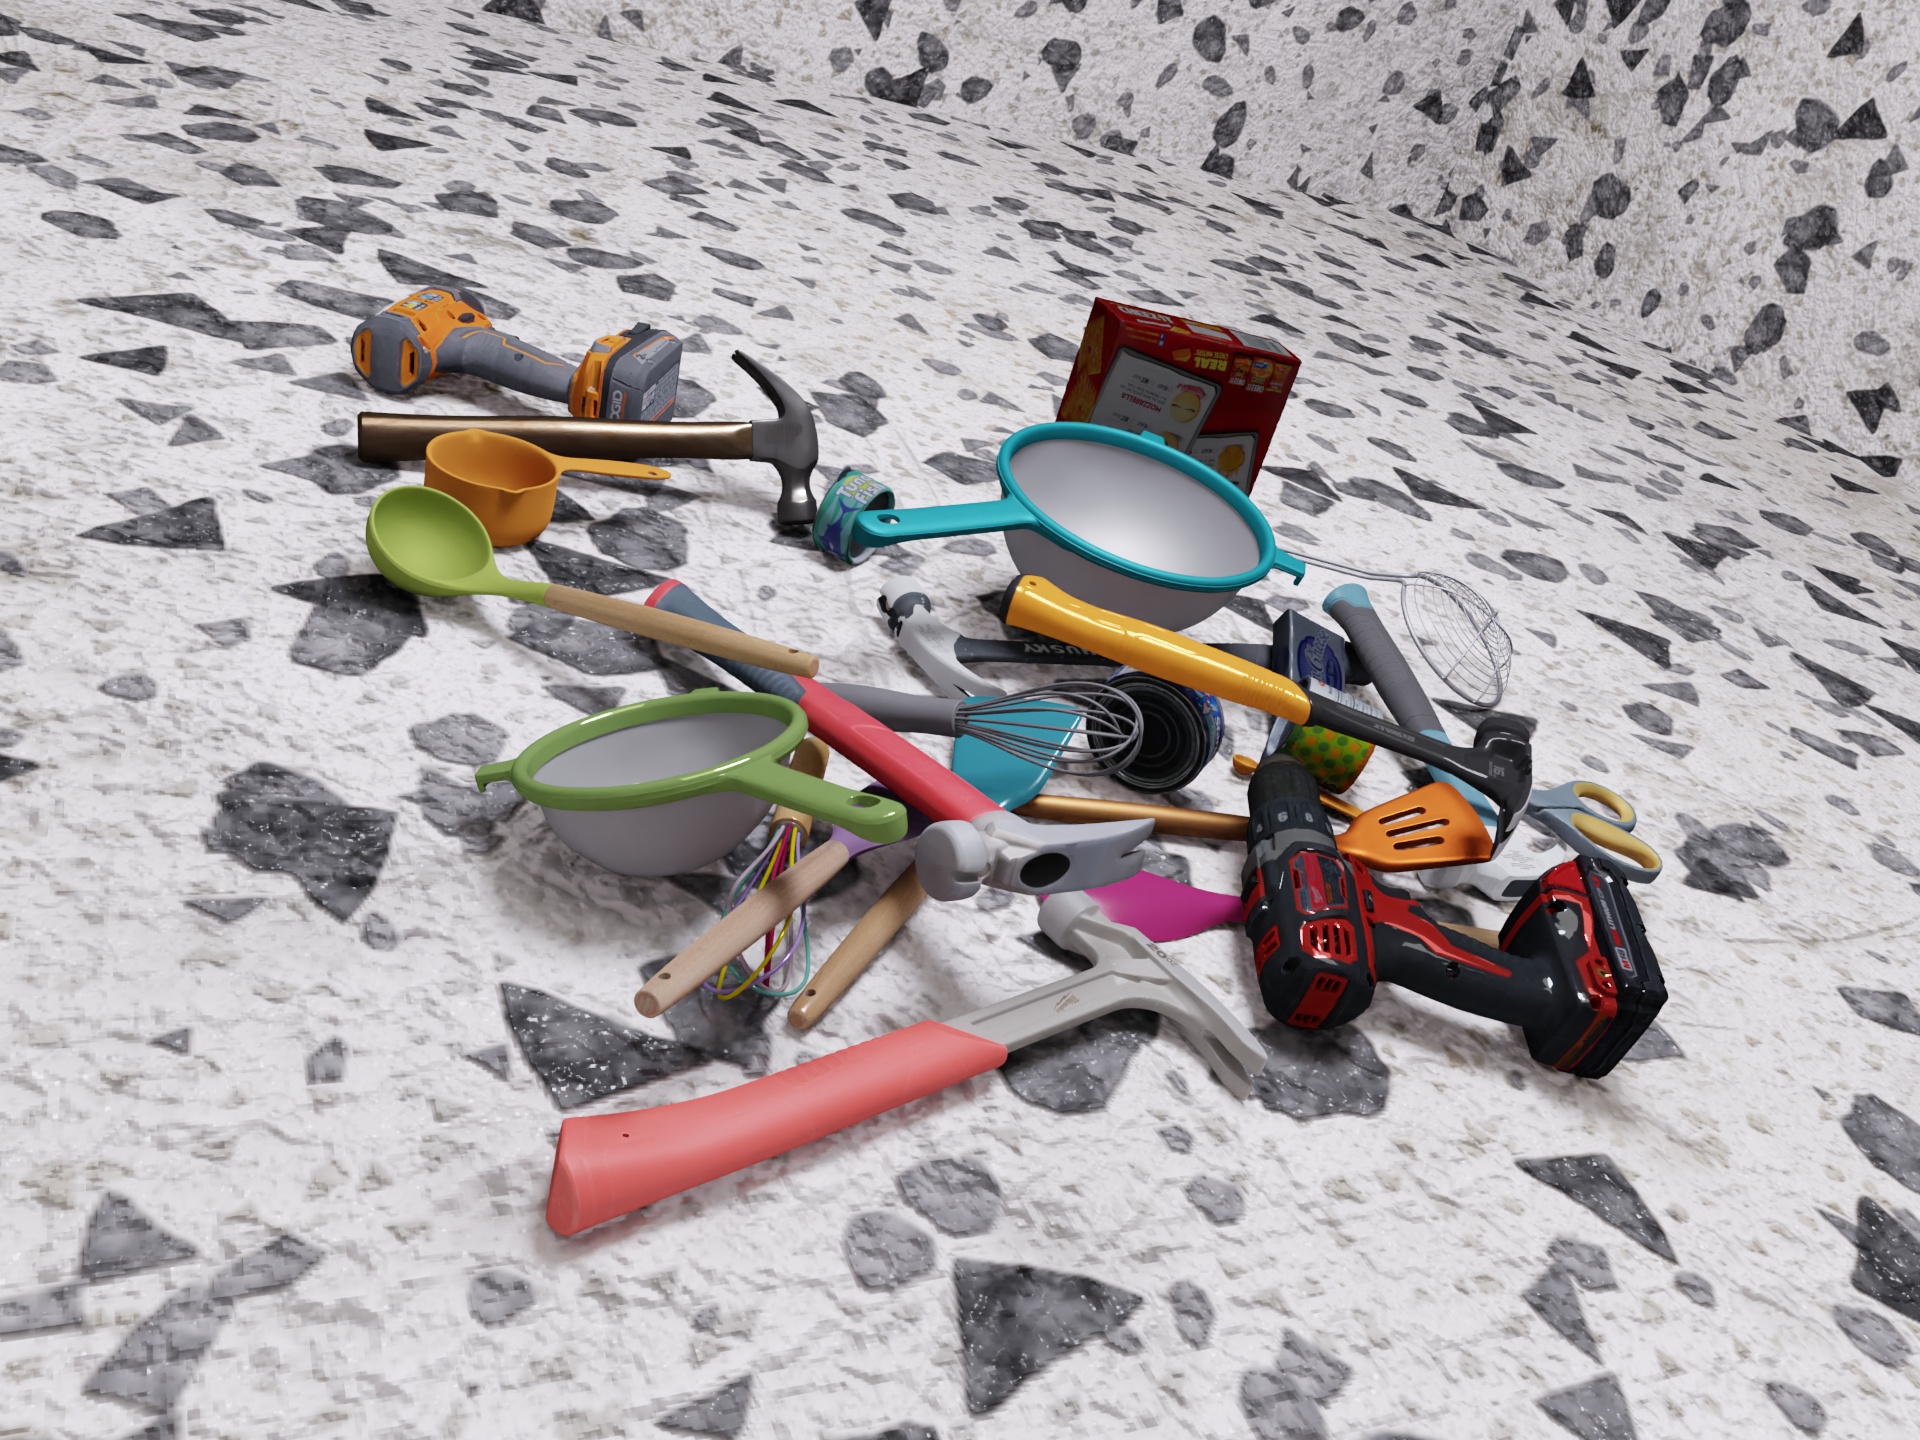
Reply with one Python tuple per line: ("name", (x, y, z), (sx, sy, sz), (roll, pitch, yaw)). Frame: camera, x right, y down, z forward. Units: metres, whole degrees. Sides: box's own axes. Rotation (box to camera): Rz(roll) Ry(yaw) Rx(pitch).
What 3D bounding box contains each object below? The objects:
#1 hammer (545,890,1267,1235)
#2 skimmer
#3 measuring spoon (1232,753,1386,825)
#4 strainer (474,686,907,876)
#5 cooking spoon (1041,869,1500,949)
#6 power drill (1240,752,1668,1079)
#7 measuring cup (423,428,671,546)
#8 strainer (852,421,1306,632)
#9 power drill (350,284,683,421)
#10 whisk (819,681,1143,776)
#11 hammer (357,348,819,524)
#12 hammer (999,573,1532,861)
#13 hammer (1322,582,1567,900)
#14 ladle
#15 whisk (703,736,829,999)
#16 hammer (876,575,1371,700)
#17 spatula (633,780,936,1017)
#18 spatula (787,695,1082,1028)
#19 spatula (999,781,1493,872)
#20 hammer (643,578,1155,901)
("hammer", (-0.019, 0.164, 0.729), (0.359, 0.036, 0.149), (-11, 41, -42))
("skimmer", (0.300, -0.111, 1.381), (0.363, 0.090, 0.127), (20, 31, 24))
("measuring spoon", (0.239, 0.052, 1.092), (0.117, 0.011, 0.021), (26, 19, 6))
("strainer", (-0.112, 0.047, 0.781), (0.151, 0.069, 0.256), (-23, 25, -39))
("cooking spoon", (0.196, 0.116, 0.949), (0.318, 0.017, 0.069), (9, 33, -15))
("power drill", (0.270, 0.107, 0.923), (0.226, 0.080, 0.188), (12, 40, -7))
("measuring cup", (-0.286, -0.156, 1.106), (0.173, 0.052, 0.095), (-2, 35, -35))
("strainer", (0.063, -0.116, 1.118), (0.340, 0.095, 0.211), (-10, 45, -35))
("power drill", (-0.344, -0.291, 1.272), (0.226, 0.084, 0.164), (15, 29, 1))
("whisk", (-0.002, -0.004, 0.946), (0.239, 0.055, 0.055), (6, 22, 27))
("hammer", (-0.267, -0.210, 1.170), (0.331, 0.130, 0.031), (-3, 1, -19))
("hammer", (0.181, -0.015, 0.969), (0.337, 0.034, 0.127), (21, 31, 9))
("hammer", (0.338, 0.004, 1.168), (0.128, 0.033, 0.331), (9, 38, -20))
("ladle", (-0.221, -0.079, 0.939), (0.320, 0.062, 0.078), (16, 30, 24))
("whisk", (-0.091, 0.070, 0.842), (0.051, 0.047, 0.245), (15, 26, -4))
("hammer", (0.146, -0.045, 1.177), (0.408, 0.036, 0.149), (1, 35, -29))
("spatula", (-0.069, 0.074, 0.775), (0.060, 0.018, 0.316), (13, 18, 18))
("spatula", (-0.018, 0.070, 0.881), (0.082, 0.044, 0.317), (6, 26, 22))
("spatula", (0.180, 0.061, 1.007), (0.322, 0.041, 0.081), (7, 34, -16))
("hammer", (-0.063, -0.002, 0.913), (0.143, 0.038, 0.387), (-1, 23, -40))
